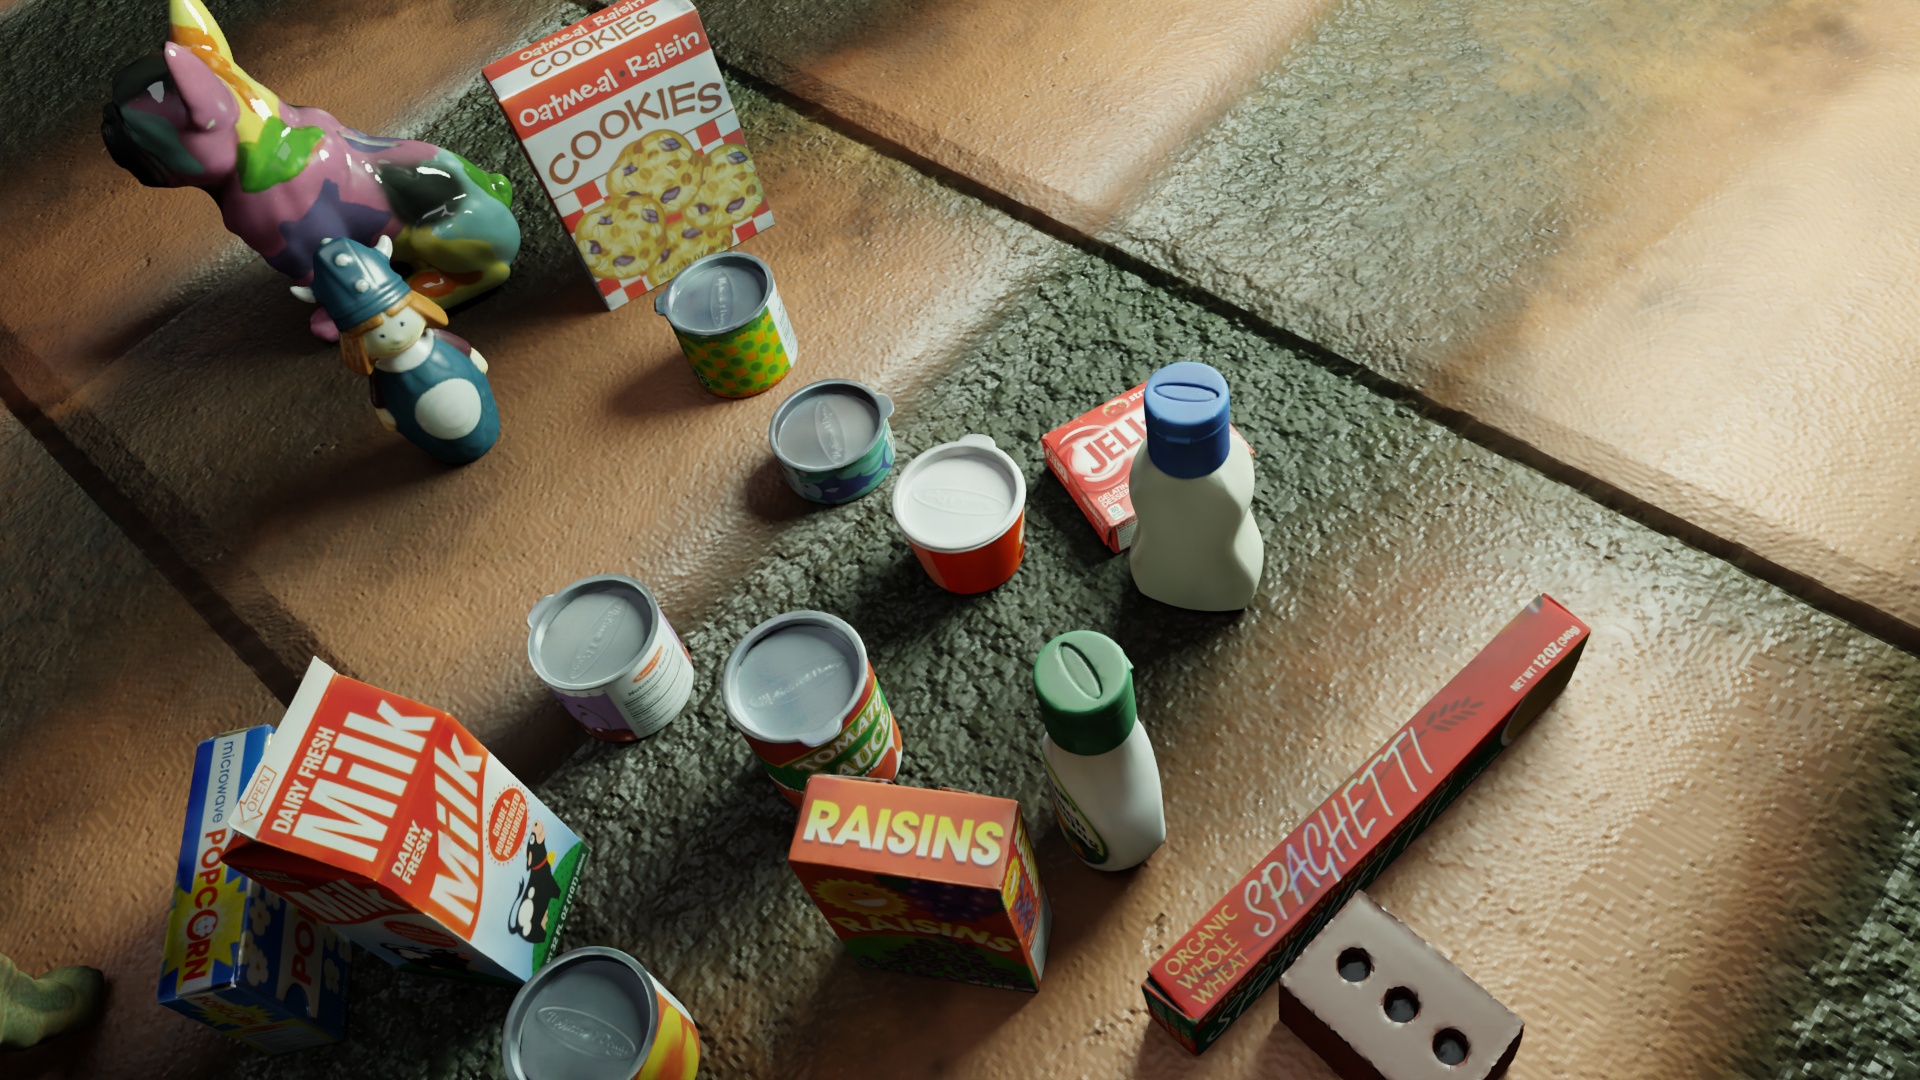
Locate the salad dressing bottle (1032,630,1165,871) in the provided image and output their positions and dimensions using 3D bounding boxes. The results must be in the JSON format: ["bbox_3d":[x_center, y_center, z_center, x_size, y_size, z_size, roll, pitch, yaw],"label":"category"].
[{"bbox_3d":[0.057,0.089,0.575,0.044,0.147,0.064,-28,55,-8],"label":"salad dressing bottle"}]

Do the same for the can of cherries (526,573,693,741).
[{"bbox_3d":[-0.176,0.058,0.698,0.071,0.058,0.072,-5,55,8],"label":"can of cherries"}]

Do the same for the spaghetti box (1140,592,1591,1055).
[{"bbox_3d":[0.175,0.118,0.591,0.251,0.050,0.029,-39,57,-16],"label":"spaghetti box"}]

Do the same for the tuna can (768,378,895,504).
[{"bbox_3d":[-0.068,-0.056,0.773,0.071,0.032,0.071,-5,55,8],"label":"tuna can"}]

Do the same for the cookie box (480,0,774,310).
[{"bbox_3d":[-0.196,-0.236,0.842,0.123,0.166,0.040,-31,55,-10],"label":"cookie box"}]

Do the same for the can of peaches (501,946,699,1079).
[{"bbox_3d":[-0.151,0.215,0.583,0.071,0.057,0.071,-5,55,8],"label":"can of peaches"}]

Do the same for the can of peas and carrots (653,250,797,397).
[{"bbox_3d":[-0.137,-0.126,0.820,0.071,0.058,0.071,-5,55,8],"label":"can of peas and carrots"}]

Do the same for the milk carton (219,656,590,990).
[{"bbox_3d":[-0.234,0.124,0.582,0.073,0.189,0.073,3,56,14],"label":"milk carton"}]

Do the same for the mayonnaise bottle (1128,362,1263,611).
[{"bbox_3d":[0.107,-0.021,0.642,0.065,0.147,0.041,8,58,17],"label":"mayonnaise bottle"}]

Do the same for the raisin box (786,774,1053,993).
[{"bbox_3d":[-0.012,0.141,0.567,0.086,0.122,0.040,5,57,15],"label":"raisin box"}]

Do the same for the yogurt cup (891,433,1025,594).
[{"bbox_3d":[0.003,-0.009,0.713,0.072,0.053,0.073,-5,55,8],"label":"yogurt cup"}]

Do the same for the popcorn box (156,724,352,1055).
[{"bbox_3d":[-0.317,0.160,0.638,0.038,0.084,0.127,-14,54,2],"label":"popcorn box"}]

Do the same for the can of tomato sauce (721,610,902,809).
[{"bbox_3d":[-0.065,0.083,0.643,0.071,0.082,0.071,-5,55,8],"label":"can of tomato sauce"}]
